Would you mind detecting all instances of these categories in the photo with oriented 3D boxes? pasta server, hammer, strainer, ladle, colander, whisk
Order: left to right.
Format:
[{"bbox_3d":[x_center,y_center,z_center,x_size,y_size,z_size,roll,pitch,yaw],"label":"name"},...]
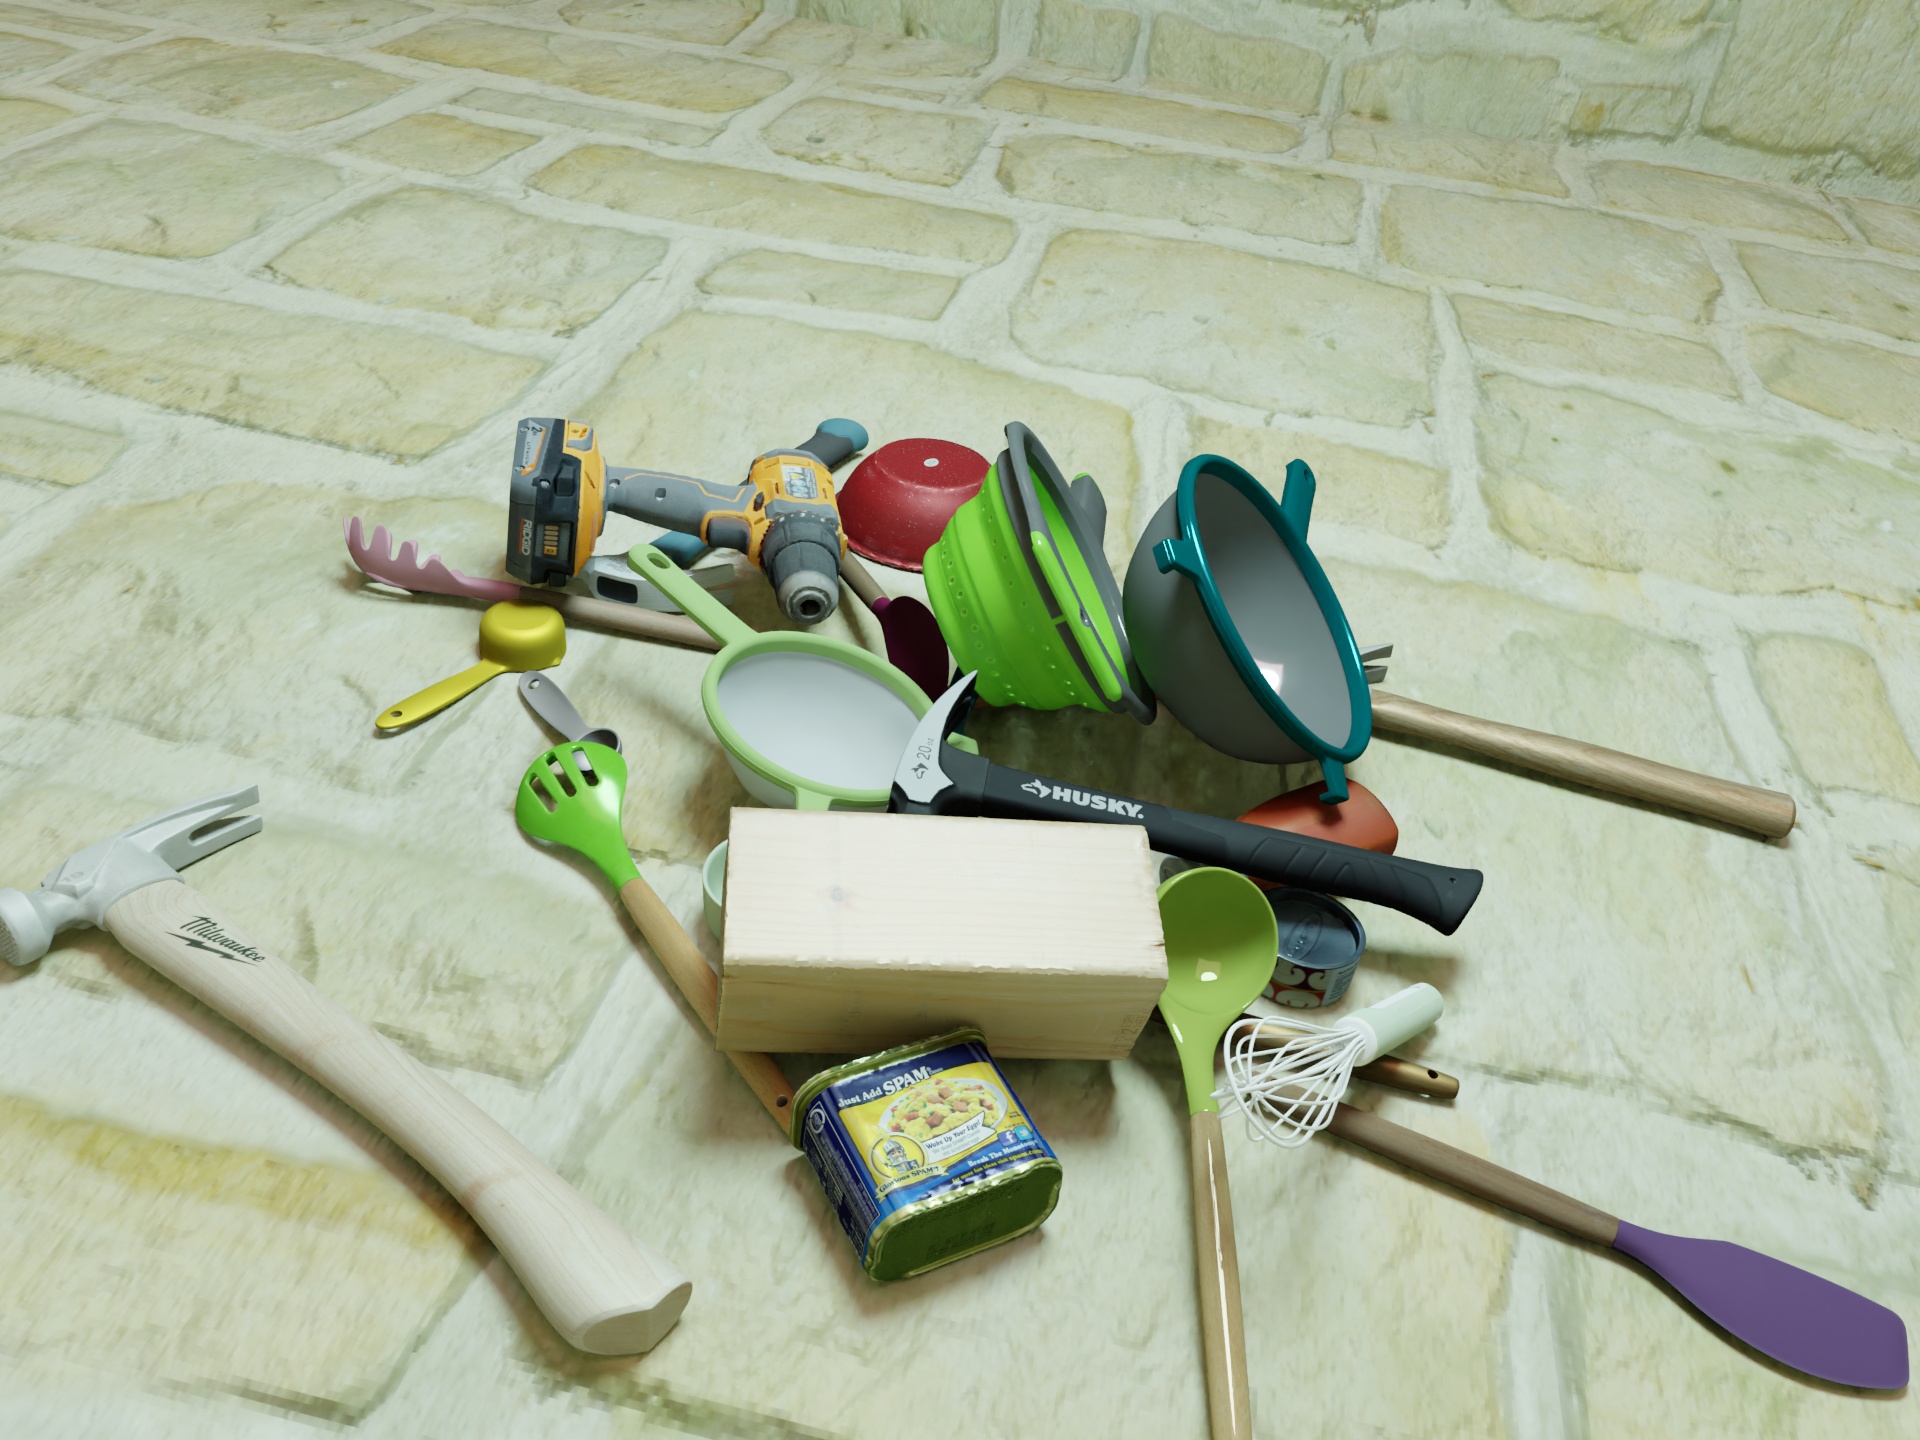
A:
[{"bbox_3d":[-0.280,0.155,0.751,0.411,0.038,0.146,28,38,25],"label":"hammer"},{"bbox_3d":[-0.273,-0.087,1.093,0.316,0.040,0.060,12,-3,3],"label":"pasta server"},{"bbox_3d":[-0.170,-0.168,1.233,0.128,0.033,0.331,21,37,19],"label":"hammer"},{"bbox_3d":[-0.124,-0.014,0.969,0.256,0.069,0.151,40,37,24],"label":"strainer"},{"bbox_3d":[0.048,-0.101,1.068,0.094,0.204,0.397,-24,15,14],"label":"colander"},{"bbox_3d":[0.105,0.153,0.840,0.315,0.031,0.069,14,38,6],"label":"ladle"},{"bbox_3d":[0.128,0.060,0.889,0.334,0.035,0.146,13,43,-1],"label":"hammer"},{"bbox_3d":[0.120,0.200,0.727,0.078,0.062,0.320,21,40,-16],"label":"ladle"},{"bbox_3d":[0.182,-0.086,1.053,0.211,0.095,0.340,52,30,-16],"label":"strainer"},{"bbox_3d":[0.187,0.157,0.773,0.246,0.058,0.059,-2,63,-56],"label":"whisk"},{"bbox_3d":[0.391,0.019,1.081,0.331,0.031,0.130,15,36,10],"label":"hammer"}]

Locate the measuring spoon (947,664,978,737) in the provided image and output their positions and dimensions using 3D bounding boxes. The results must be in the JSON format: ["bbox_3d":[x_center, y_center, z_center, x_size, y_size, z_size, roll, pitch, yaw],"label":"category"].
[{"bbox_3d":[-0.002,-0.003,1.026,0.042,0.021,0.129,13,46,9],"label":"measuring spoon"}]

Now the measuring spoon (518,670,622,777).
[{"bbox_3d":[-0.245,0.002,0.993,0.034,0.018,0.124,-39,46,-14],"label":"measuring spoon"}]

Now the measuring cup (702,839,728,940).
[{"bbox_3d":[-0.059,0.096,0.877,0.167,0.038,0.083,-1,36,-16],"label":"measuring cup"}]

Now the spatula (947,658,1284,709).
[{"bbox_3d":[0.059,-0.029,1.074,0.322,0.041,0.081,-6,38,-17],"label":"spatula"}]

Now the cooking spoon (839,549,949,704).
[{"bbox_3d":[-0.062,-0.088,1.104,0.017,0.068,0.319,-3,25,-21],"label":"cooking spoon"}]

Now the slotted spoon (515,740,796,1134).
[{"bbox_3d":[-0.162,0.104,0.849,0.070,0.031,0.314,-35,51,-13],"label":"slotted spoon"}]

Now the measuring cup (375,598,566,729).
[{"bbox_3d":[-0.315,-0.038,1.020,0.062,0.029,0.156,22,35,20],"label":"measuring cup"}]

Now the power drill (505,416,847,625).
[{"bbox_3d":[-0.188,-0.130,1.076,0.226,0.084,0.186,4,34,-15],"label":"power drill"}]

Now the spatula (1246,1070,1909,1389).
[{"bbox_3d":[0.287,0.237,0.762,0.316,0.018,0.060,21,38,16],"label":"spatula"}]
